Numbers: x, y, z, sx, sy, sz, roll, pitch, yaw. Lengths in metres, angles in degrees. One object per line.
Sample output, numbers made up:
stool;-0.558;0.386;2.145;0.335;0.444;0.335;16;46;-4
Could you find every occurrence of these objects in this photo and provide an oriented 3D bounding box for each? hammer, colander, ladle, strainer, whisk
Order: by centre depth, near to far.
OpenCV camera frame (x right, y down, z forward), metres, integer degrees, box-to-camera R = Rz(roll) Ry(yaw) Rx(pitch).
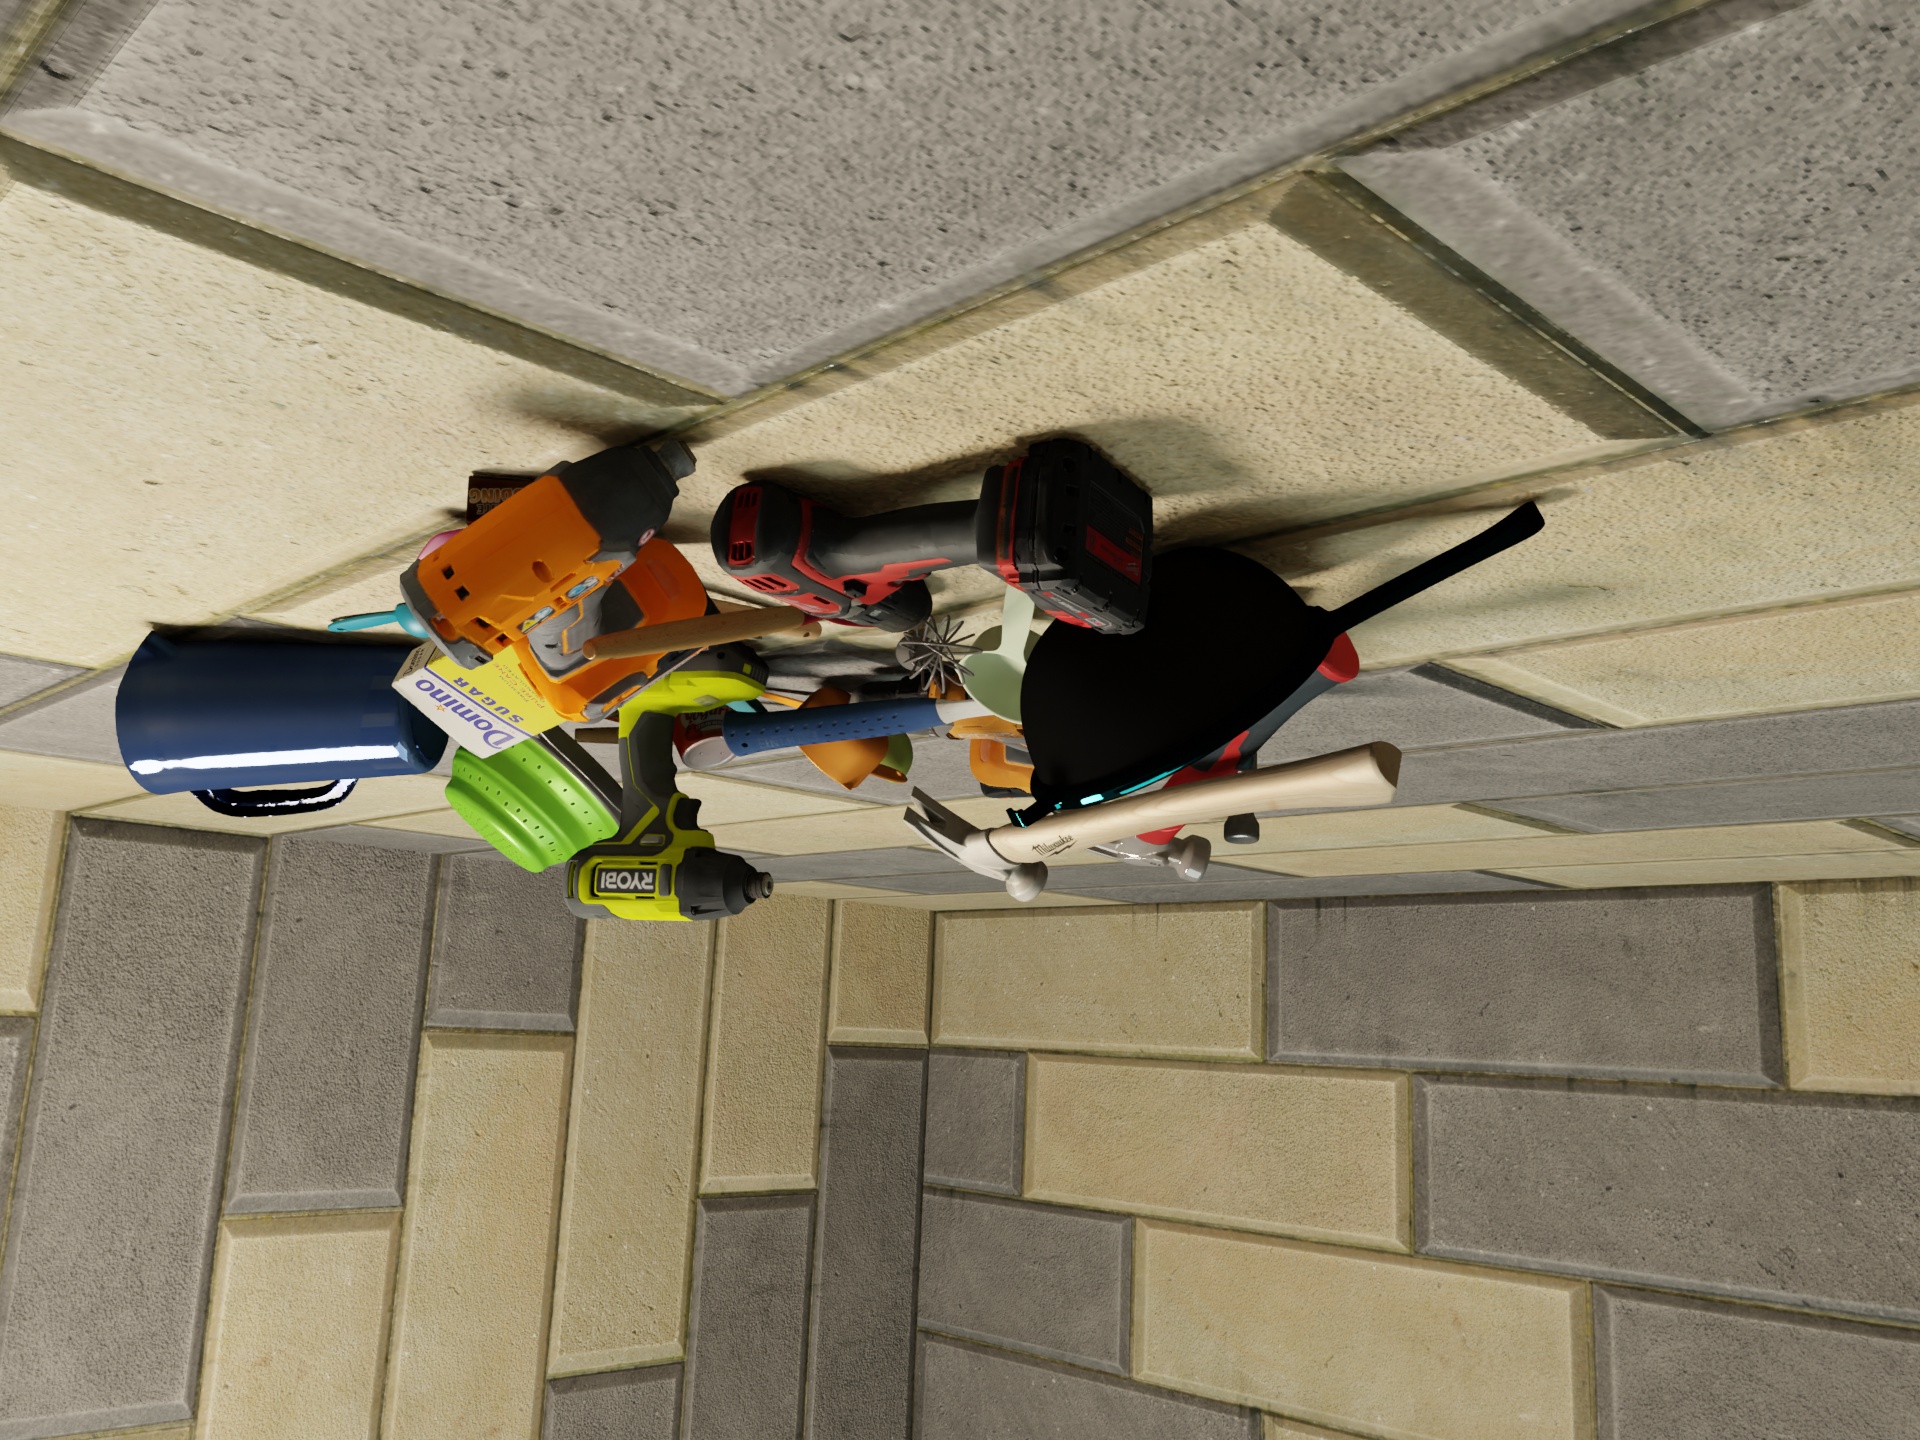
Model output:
strainer;0.162;-0.069;0.934;0.340;0.095;0.211;-28;-168;27
ladle;-0.119;-0.061;0.984;0.069;0.031;0.315;-14;-179;32
whisk;-0.023;-0.049;1.132;0.055;0.055;0.239;4;-178;-8
hammer;0.172;0.025;1.155;0.143;0.038;0.386;17;153;-5
hammer;0.134;0.063;1.168;0.146;0.038;0.410;35;147;-31
hammer;0.217;-0.011;1.206;0.033;0.128;0.330;0;160;8
hammer;-0.002;-0.004;1.253;0.405;0.035;0.143;-6;141;24
colander;-0.382;0.029;1.323;0.204;0.094;0.396;34;158;16
ladle;-0.202;0.025;1.509;0.320;0.062;0.078;0;-151;-13

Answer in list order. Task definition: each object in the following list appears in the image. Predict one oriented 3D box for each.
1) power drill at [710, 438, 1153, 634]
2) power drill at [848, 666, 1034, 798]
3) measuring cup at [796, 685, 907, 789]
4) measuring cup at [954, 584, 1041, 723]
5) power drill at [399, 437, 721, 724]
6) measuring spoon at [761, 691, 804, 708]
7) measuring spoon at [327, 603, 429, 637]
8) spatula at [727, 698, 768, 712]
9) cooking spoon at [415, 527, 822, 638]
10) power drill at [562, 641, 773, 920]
power drill;-0.005;-0.091;0.912;0.227;0.080;0.187;-1;169;29
power drill;0.021;0.008;1.397;0.185;0.084;0.226;-2;163;20
measuring cup;-0.083;0.020;1.436;0.052;0.095;0.173;-46;148;14
measuring cup;0.043;-0.062;1.102;0.083;0.038;0.167;23;146;12
power drill;-0.205;-0.080;0.907;0.164;0.084;0.226;-35;171;-4
measuring spoon;-0.151;-0.011;1.458;0.116;0.011;0.021;17;161;-19
measuring spoon;-0.448;-0.071;1.237;0.128;0.021;0.042;-6;166;30
spatula;-0.309;-0.024;1.391;0.317;0.044;0.082;1;156;14
cooking spoon;-0.219;-0.085;1.086;0.318;0.017;0.068;8;135;-45
power drill;-0.223;0.047;1.266;0.171;0.223;0.080;-2;168;20
